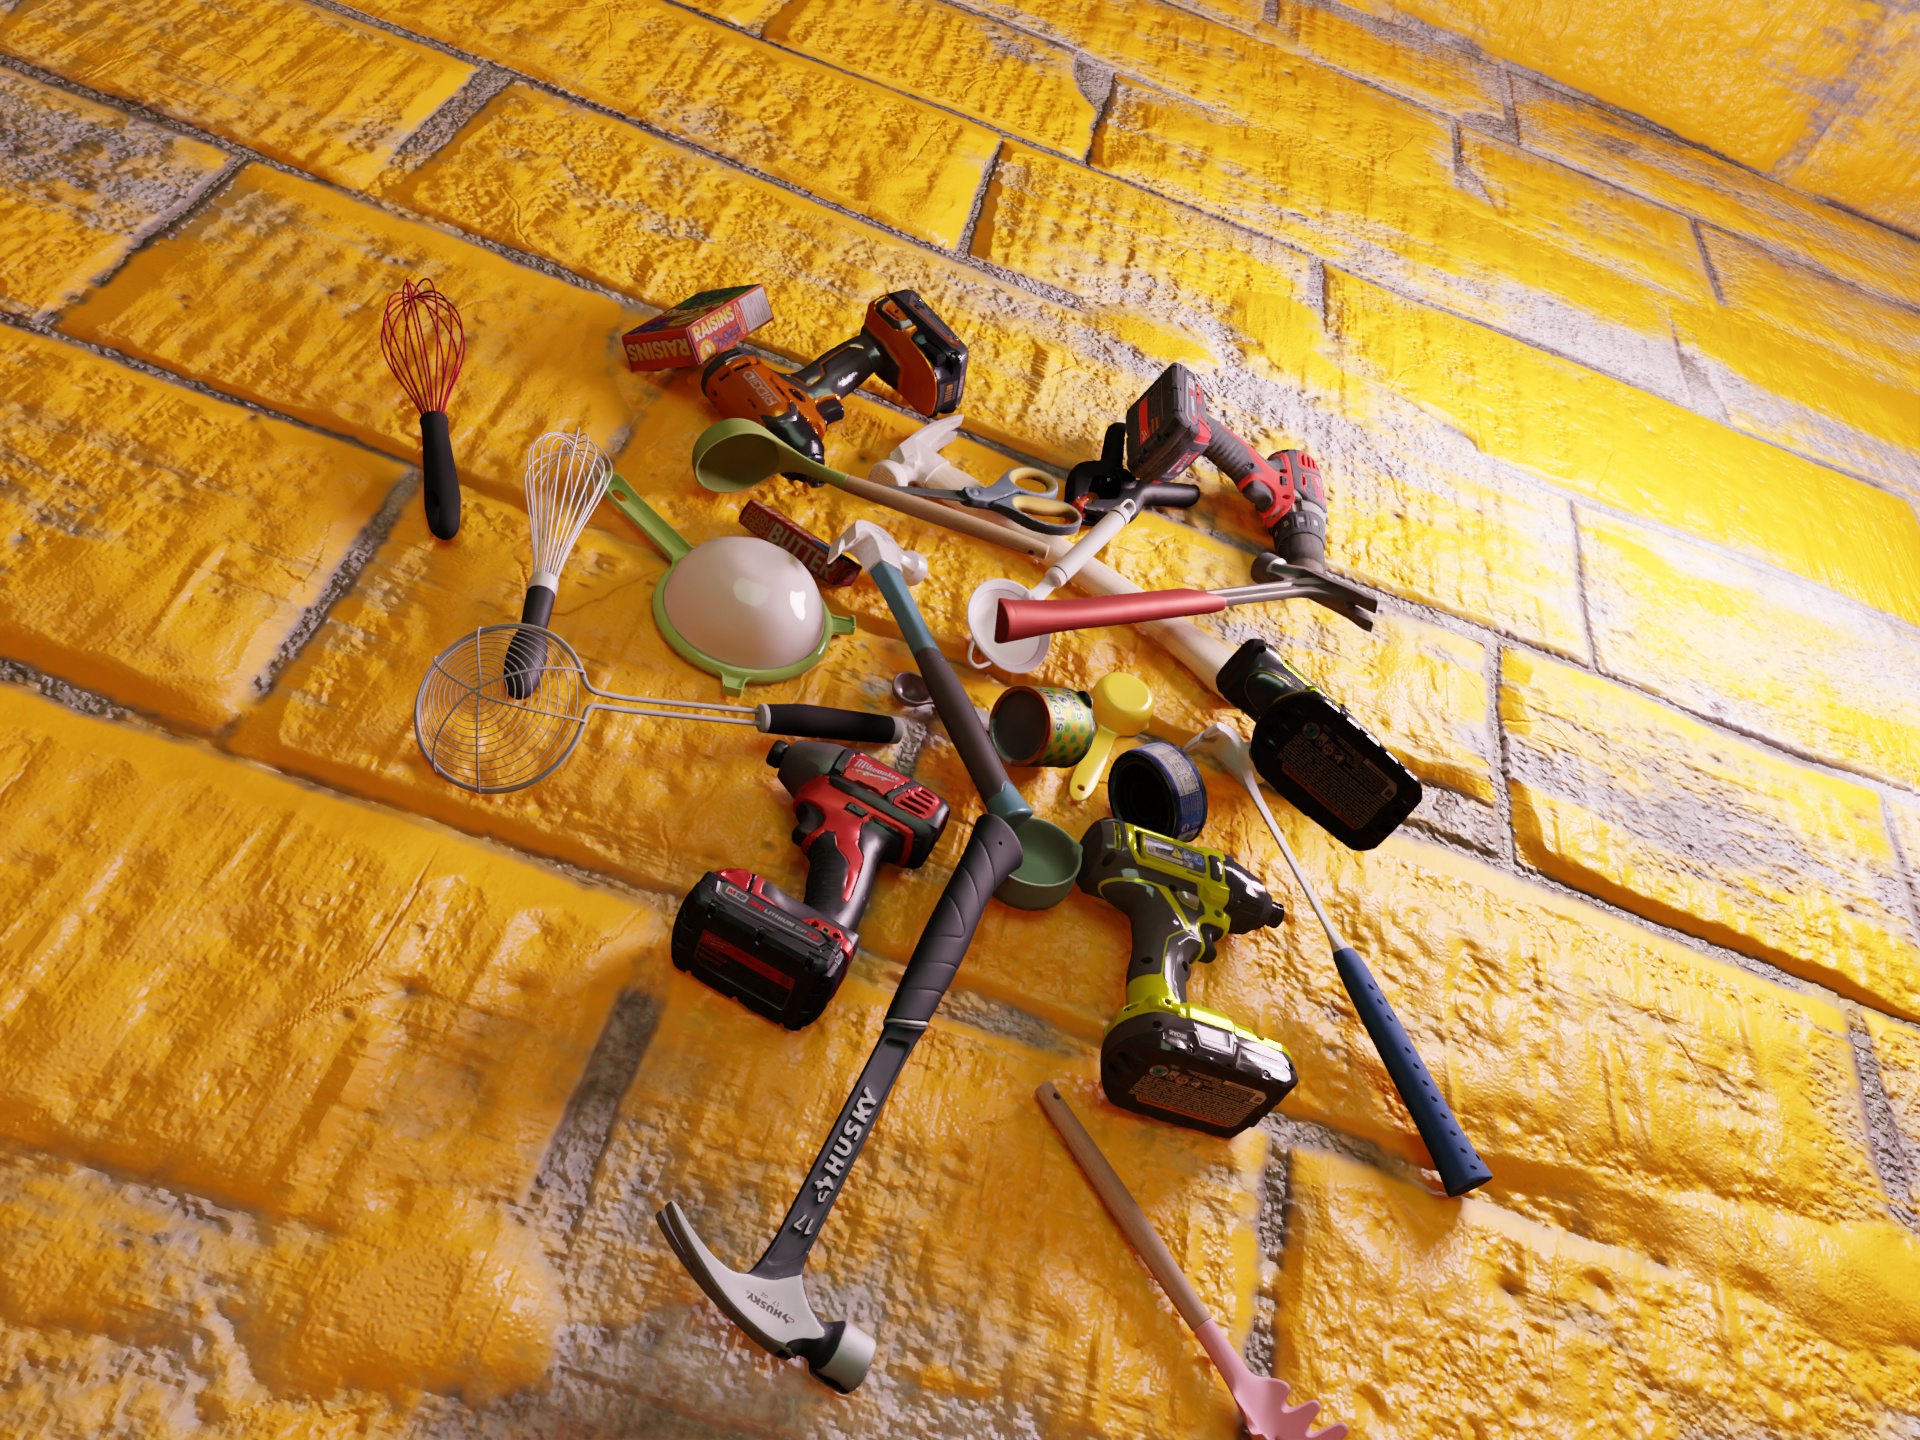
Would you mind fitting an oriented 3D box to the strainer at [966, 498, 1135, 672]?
[{"bbox_3d":[0.079,-0.120,1.407,0.087,0.050,0.258,50,61,-8],"label":"strainer"}]

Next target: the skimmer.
[{"bbox_3d":[-0.217,0.001,1.200,0.363,0.090,0.127,6,69,-33],"label":"skimmer"}]

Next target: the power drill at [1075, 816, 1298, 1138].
[{"bbox_3d":[0.172,0.183,1.169,0.171,0.080,0.223,20,41,-15],"label":"power drill"}]

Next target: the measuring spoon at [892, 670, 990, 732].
[{"bbox_3d":[-0.002,-0.004,1.318,0.124,0.018,0.034,25,44,-10],"label":"measuring spoon"}]

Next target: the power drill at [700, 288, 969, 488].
[{"bbox_3d":[-0.106,-0.305,1.488,0.226,0.084,0.164,-28,63,-24],"label":"power drill"}]

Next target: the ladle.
[{"bbox_3d":[-0.078,-0.189,1.383,0.320,0.078,0.062,19,56,1],"label":"ladle"}]

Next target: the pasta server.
[{"bbox_3d":[0.143,0.359,1.018,0.060,0.040,0.316,-6,49,-44],"label":"pasta server"}]

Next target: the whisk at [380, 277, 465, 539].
[{"bbox_3d":[-0.446,-0.266,1.342,0.073,0.073,0.296,-1,54,-24],"label":"whisk"}]

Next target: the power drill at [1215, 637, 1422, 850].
[{"bbox_3d":[0.305,0.026,1.312,0.190,0.080,0.228,40,13,-5],"label":"power drill"}]

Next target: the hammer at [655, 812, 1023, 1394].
[{"bbox_3d":[-0.049,0.211,1.034,0.149,0.036,0.409,35,48,-7],"label":"hammer"}]

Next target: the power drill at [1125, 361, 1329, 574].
[{"bbox_3d":[0.276,-0.236,1.584,0.226,0.080,0.188,28,41,-22],"label":"power drill"}]

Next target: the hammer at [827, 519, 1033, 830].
[{"bbox_3d":[-0.020,-0.041,1.277,0.128,0.033,0.331,27,28,-49],"label":"hammer"}]

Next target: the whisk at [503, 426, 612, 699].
[{"bbox_3d":[-0.326,-0.129,1.265,0.070,0.070,0.285,11,51,-14],"label":"whisk"}]

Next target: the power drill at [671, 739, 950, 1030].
[{"bbox_3d":[-0.108,0.100,1.129,0.143,0.078,0.220,29,41,4],"label":"power drill"}]

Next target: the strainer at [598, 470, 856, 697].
[{"bbox_3d":[-0.208,-0.140,1.313,0.256,0.069,0.151,43,47,16],"label":"strainer"}]

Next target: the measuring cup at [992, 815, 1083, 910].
[{"bbox_3d":[0.037,0.083,1.238,0.083,0.038,0.168,-2,38,-22],"label":"measuring cup"}]

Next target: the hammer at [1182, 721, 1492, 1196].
[{"bbox_3d":[0.287,0.170,1.229,0.144,0.035,0.406,27,33,-55],"label":"hammer"}]

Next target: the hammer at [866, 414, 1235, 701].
[{"bbox_3d":[0.114,-0.148,1.485,0.411,0.038,0.146,35,44,10],"label":"hammer"}]

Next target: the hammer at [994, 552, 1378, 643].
[{"bbox_3d":[0.189,-0.099,1.391,0.359,0.036,0.149,-8,27,-30],"label":"hammer"}]

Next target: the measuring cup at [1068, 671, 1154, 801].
[{"bbox_3d":[0.123,0.012,1.340,0.062,0.029,0.157,27,42,3],"label":"measuring cup"}]
